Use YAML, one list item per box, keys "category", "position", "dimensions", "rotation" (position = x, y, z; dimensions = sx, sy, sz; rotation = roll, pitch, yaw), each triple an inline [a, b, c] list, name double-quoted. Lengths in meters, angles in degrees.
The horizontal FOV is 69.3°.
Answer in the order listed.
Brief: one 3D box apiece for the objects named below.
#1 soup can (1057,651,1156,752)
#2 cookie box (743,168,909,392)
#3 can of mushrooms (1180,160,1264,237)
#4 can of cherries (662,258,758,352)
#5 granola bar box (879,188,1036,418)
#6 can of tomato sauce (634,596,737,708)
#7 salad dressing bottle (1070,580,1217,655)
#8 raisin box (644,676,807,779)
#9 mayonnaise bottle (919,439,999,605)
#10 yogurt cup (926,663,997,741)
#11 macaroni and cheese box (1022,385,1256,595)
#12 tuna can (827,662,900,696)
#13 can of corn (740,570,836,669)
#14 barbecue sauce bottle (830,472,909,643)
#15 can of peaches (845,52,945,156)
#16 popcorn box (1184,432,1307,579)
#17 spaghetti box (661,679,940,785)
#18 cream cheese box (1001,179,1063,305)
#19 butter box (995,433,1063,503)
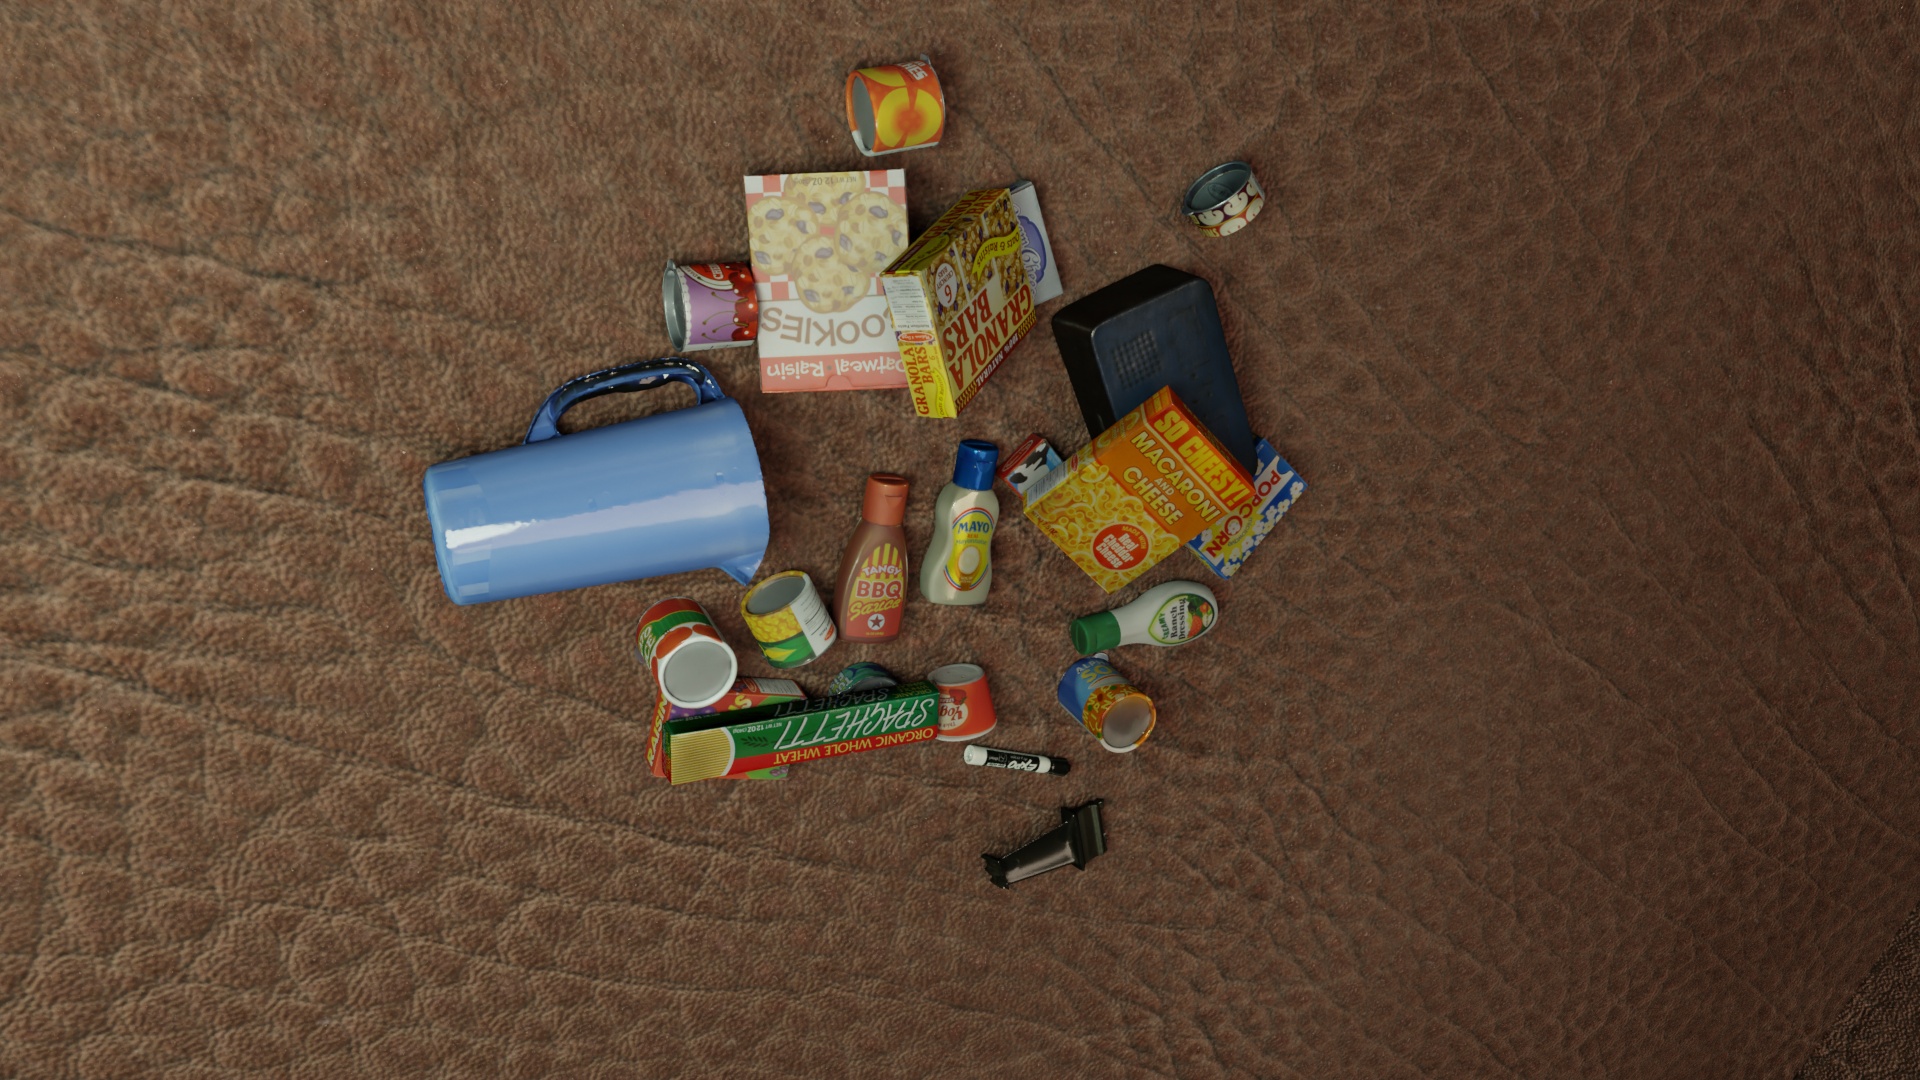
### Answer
- category: "soup can"
  position: [0.144, 0.158, 1.365]
  dimensions: [0.071, 0.084, 0.071]
  rotation: [-10, 114, -23]
- category: "cookie box"
  position: [-0.099, -0.202, 1.083]
  dimensions: [0.123, 0.040, 0.167]
  rotation: [-3, 104, 0]
- category: "can of mushrooms"
  position: [0.232, -0.301, 1.231]
  dimensions: [0.071, 0.071, 0.033]
  rotation: [-44, 124, -4]
- category: "can of cherries"
  position: [-0.193, -0.183, 1.069]
  dimensions: [0.058, 0.071, 0.071]
  rotation: [-9, 114, -23]
- category: "granola bar box"
  position: [0.004, -0.191, 1.102]
  dimensions: [0.166, 0.039, 0.123]
  rotation: [-53, 138, -46]
- category: "can of tomato sauce"
  position: [-0.230, 0.094, 1.154]
  dimensions: [0.071, 0.083, 0.071]
  rotation: [-10, 114, -23]
- category: "salad dressing bottle"
  position: [0.181, 0.080, 1.374]
  dimensions: [0.148, 0.044, 0.064]
  rotation: [-13, 113, -21]
- category: "raisin box"
  position: [-0.207, 0.163, 1.221]
  dimensions: [0.123, 0.040, 0.086]
  rotation: [7, 108, -30]
- category: "mayonnaise bottle"
  position: [0.004, -0.016, 1.250]
  dimensions: [0.065, 0.041, 0.147]
  rotation: [1, 110, -25]
- category: "yogurt cup"
  position: [-0.002, 0.150, 1.302]
  dimensions: [0.072, 0.072, 0.053]
  rotation: [-13, 108, -21]
- category: "macaroni and cheese box"
  position: [0.158, -0.043, 1.236]
  dimensions: [0.166, 0.040, 0.123]
  rotation: [-37, 115, 22]
- category: "tuna can"
  position: [-0.089, 0.147, 1.275]
  dimensions: [0.071, 0.033, 0.070]
  rotation: [-10, 114, -23]
- category: "can of corn"
  position: [-0.150, 0.068, 1.195]
  dimensions: [0.071, 0.071, 0.058]
  rotation: [-30, 120, -12]
- category: "barbecue sauce bottle"
  position: [-0.074, 0.016, 1.223]
  dimensions: [0.065, 0.044, 0.148]
  rotation: [1, 109, -26]
- category: "can of peaches"
  position: [-0.051, -0.337, 1.076]
  dimensions: [0.058, 0.071, 0.071]
  rotation: [-16, 117, -19]
- category: "popcorn box"
  position: [0.272, -0.035, 1.376]
  dimensions: [0.085, 0.038, 0.126]
  rotation: [40, 90, -32]
- category: "spaghetti box"
  position: [-0.135, 0.166, 1.216]
  dimensions: [0.251, 0.029, 0.050]
  rotation: [-6, 114, -25]
- category: "cream cheese box"
  position: [0.048, -0.249, 1.186]
  dimensions: [0.053, 0.024, 0.103]
  rotation: [-27, 120, -14]
- category: "butter box"
  position: [0.082, -0.046, 1.286]
  dimensions: [0.053, 0.024, 0.103]
  rotation: [-45, 122, -3]
